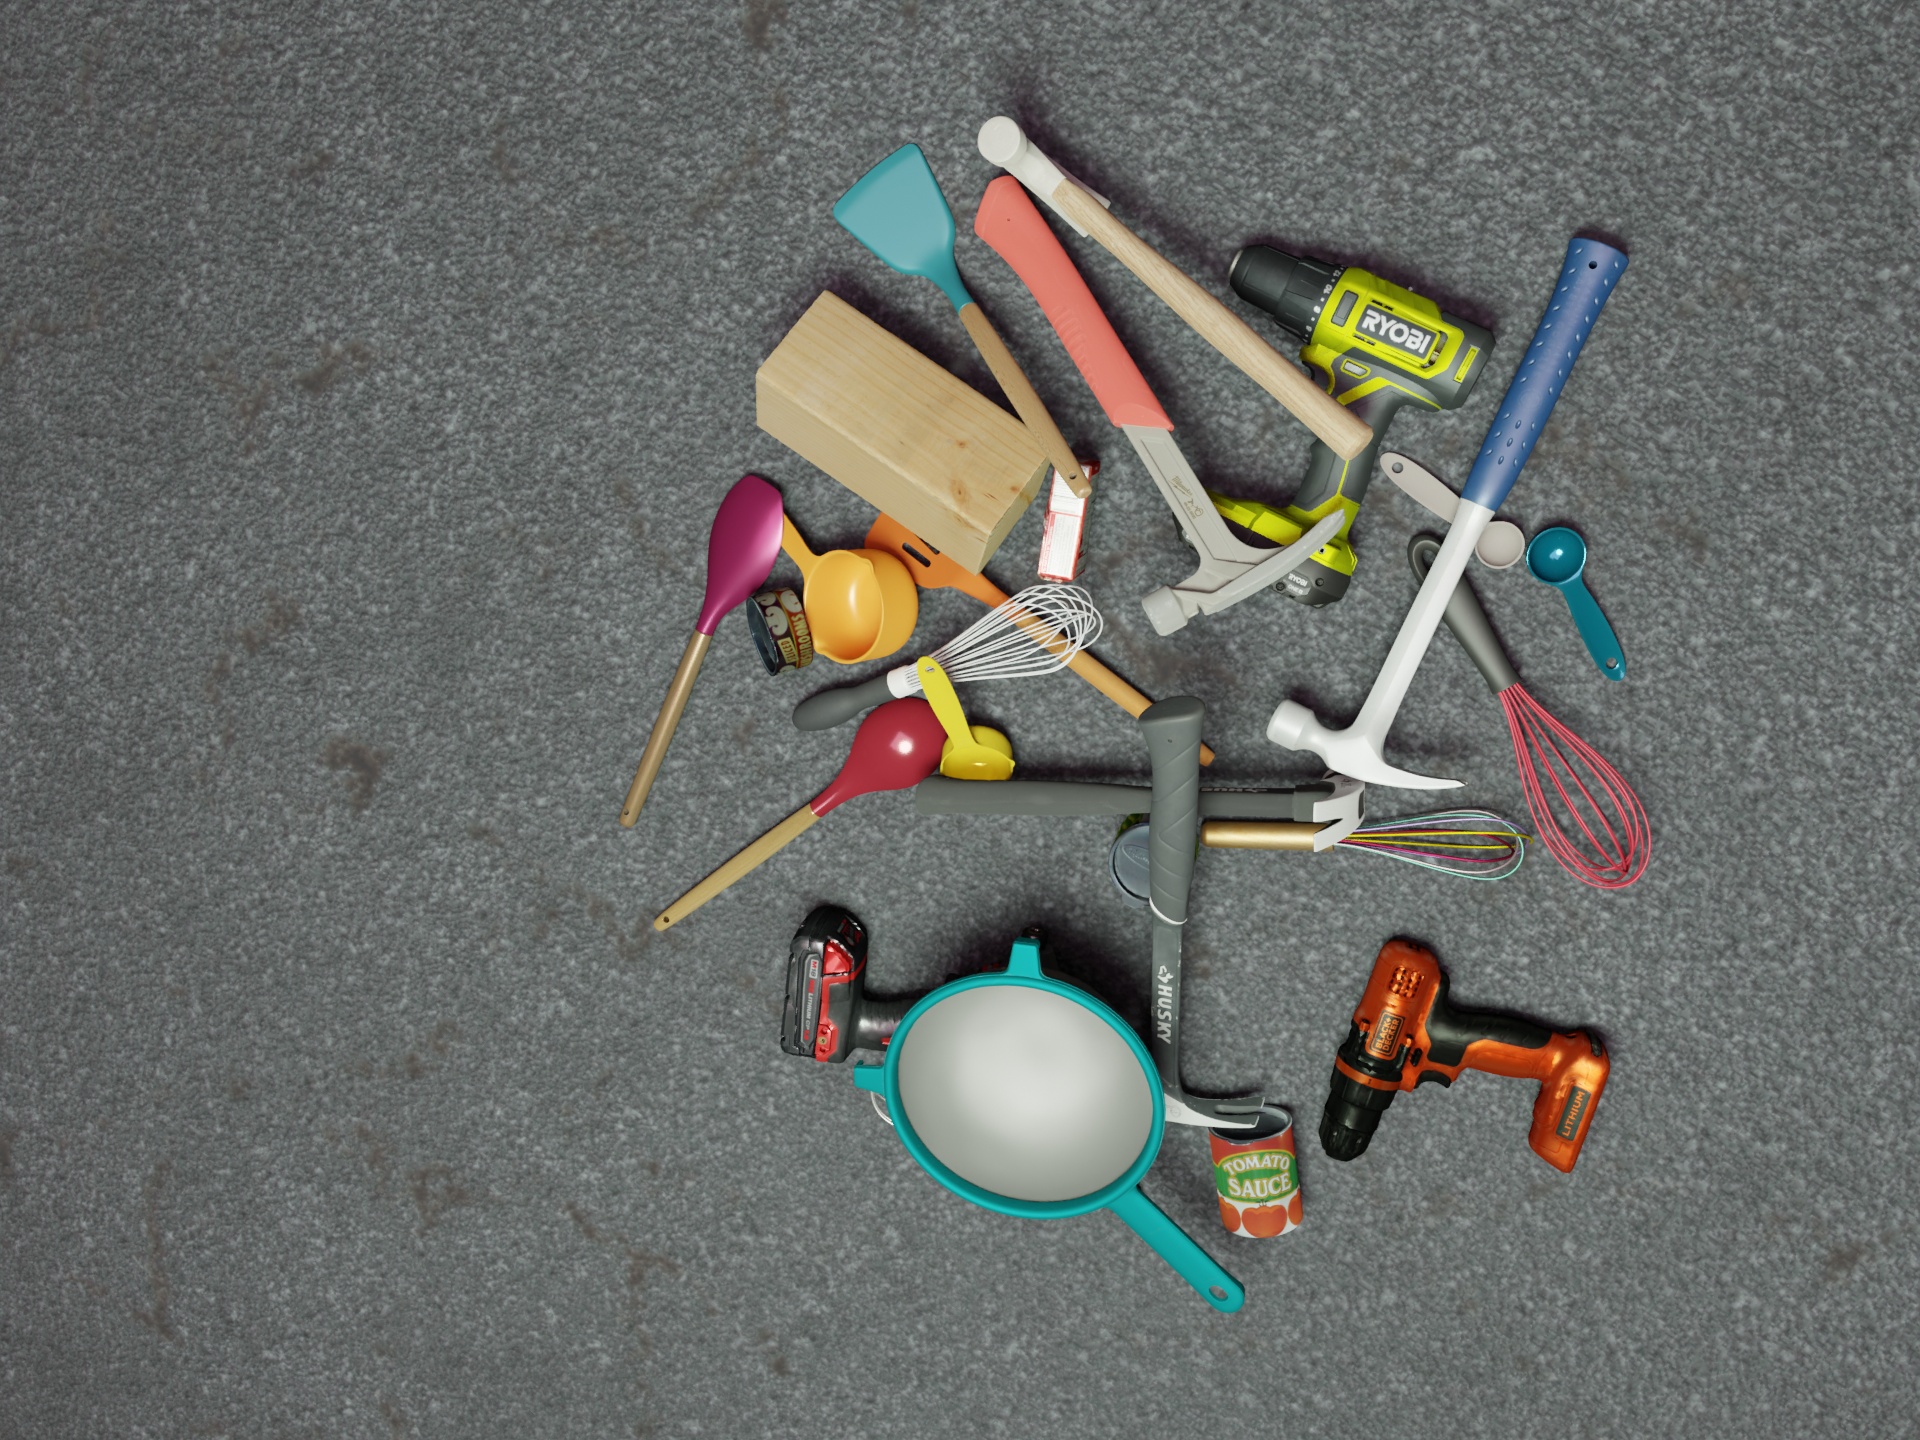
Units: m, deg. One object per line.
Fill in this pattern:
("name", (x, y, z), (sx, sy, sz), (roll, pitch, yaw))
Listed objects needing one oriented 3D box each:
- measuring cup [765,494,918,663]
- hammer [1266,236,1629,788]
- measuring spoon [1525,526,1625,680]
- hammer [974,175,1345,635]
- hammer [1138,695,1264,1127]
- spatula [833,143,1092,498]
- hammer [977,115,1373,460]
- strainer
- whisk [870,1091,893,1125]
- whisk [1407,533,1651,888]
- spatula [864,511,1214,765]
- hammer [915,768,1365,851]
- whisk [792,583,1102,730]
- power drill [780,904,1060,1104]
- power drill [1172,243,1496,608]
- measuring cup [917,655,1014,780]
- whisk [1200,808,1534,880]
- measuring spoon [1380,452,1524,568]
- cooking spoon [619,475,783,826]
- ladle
("measuring cup", (-0.098, -0.120, 1.252), (0.174, 0.052, 0.095), (52, 127, 25))
("hammer", (0.368, -0.140, 1.129), (0.144, 0.035, 0.405), (27, 99, 18))
("measuring spoon", (0.451, -0.085, 1.159), (0.042, 0.021, 0.128), (-29, 103, 12))
("hammer", (0.120, -0.244, 1.130), (0.149, 0.036, 0.359), (-31, 76, 8))
("hammer", (0.156, 0.154, 1.161), (0.149, 0.036, 0.408), (11, 129, 19))
("spatula", (0.011, -0.285, 1.160), (0.082, 0.044, 0.318), (-36, 65, 14))
("hammer", (0.153, -0.295, 1.098), (0.331, 0.130, 0.031), (44, 108, 12))
("strainer", (0.099, 0.308, 1.209), (0.340, 0.095, 0.211), (45, 115, -7))
("whisk", (0.037, 0.348, 1.317), (0.246, 0.058, 0.059), (25, 144, 3))
("whisk", (0.410, -0.009, 1.161), (0.073, 0.073, 0.296), (-32, 87, 16))
("spatula", (0.067, -0.069, 1.238), (0.322, 0.041, 0.081), (37, 106, -1))
("hammer", (0.130, 0.060, 1.190), (0.335, 0.146, 0.035), (0, 99, 14))
("whisk", (-0.017, -0.039, 1.226), (0.284, 0.070, 0.070), (-20, 97, 30))
("power drill", (-0.027, 0.222, 1.289), (0.219, 0.078, 0.143), (9, 104, 7))
("power drill", (0.246, -0.214, 1.143), (0.190, 0.080, 0.228), (28, 103, 12))
("measuring cup", (-0.002, -0.004, 1.219), (0.062, 0.029, 0.156), (-10, 136, 15))
("whisk", (0.307, 0.092, 1.211), (0.245, 0.047, 0.051), (0, 102, 16))
("measuring spoon", (0.359, -0.157, 1.165), (0.124, 0.018, 0.034), (40, 108, 9))
("cooking spoon", (-0.218, -0.050, 1.299), (0.069, 0.017, 0.318), (32, 109, 23))
("ladle", (-0.139, 0.086, 1.311), (0.315, 0.031, 0.069), (-37, 91, 18))
